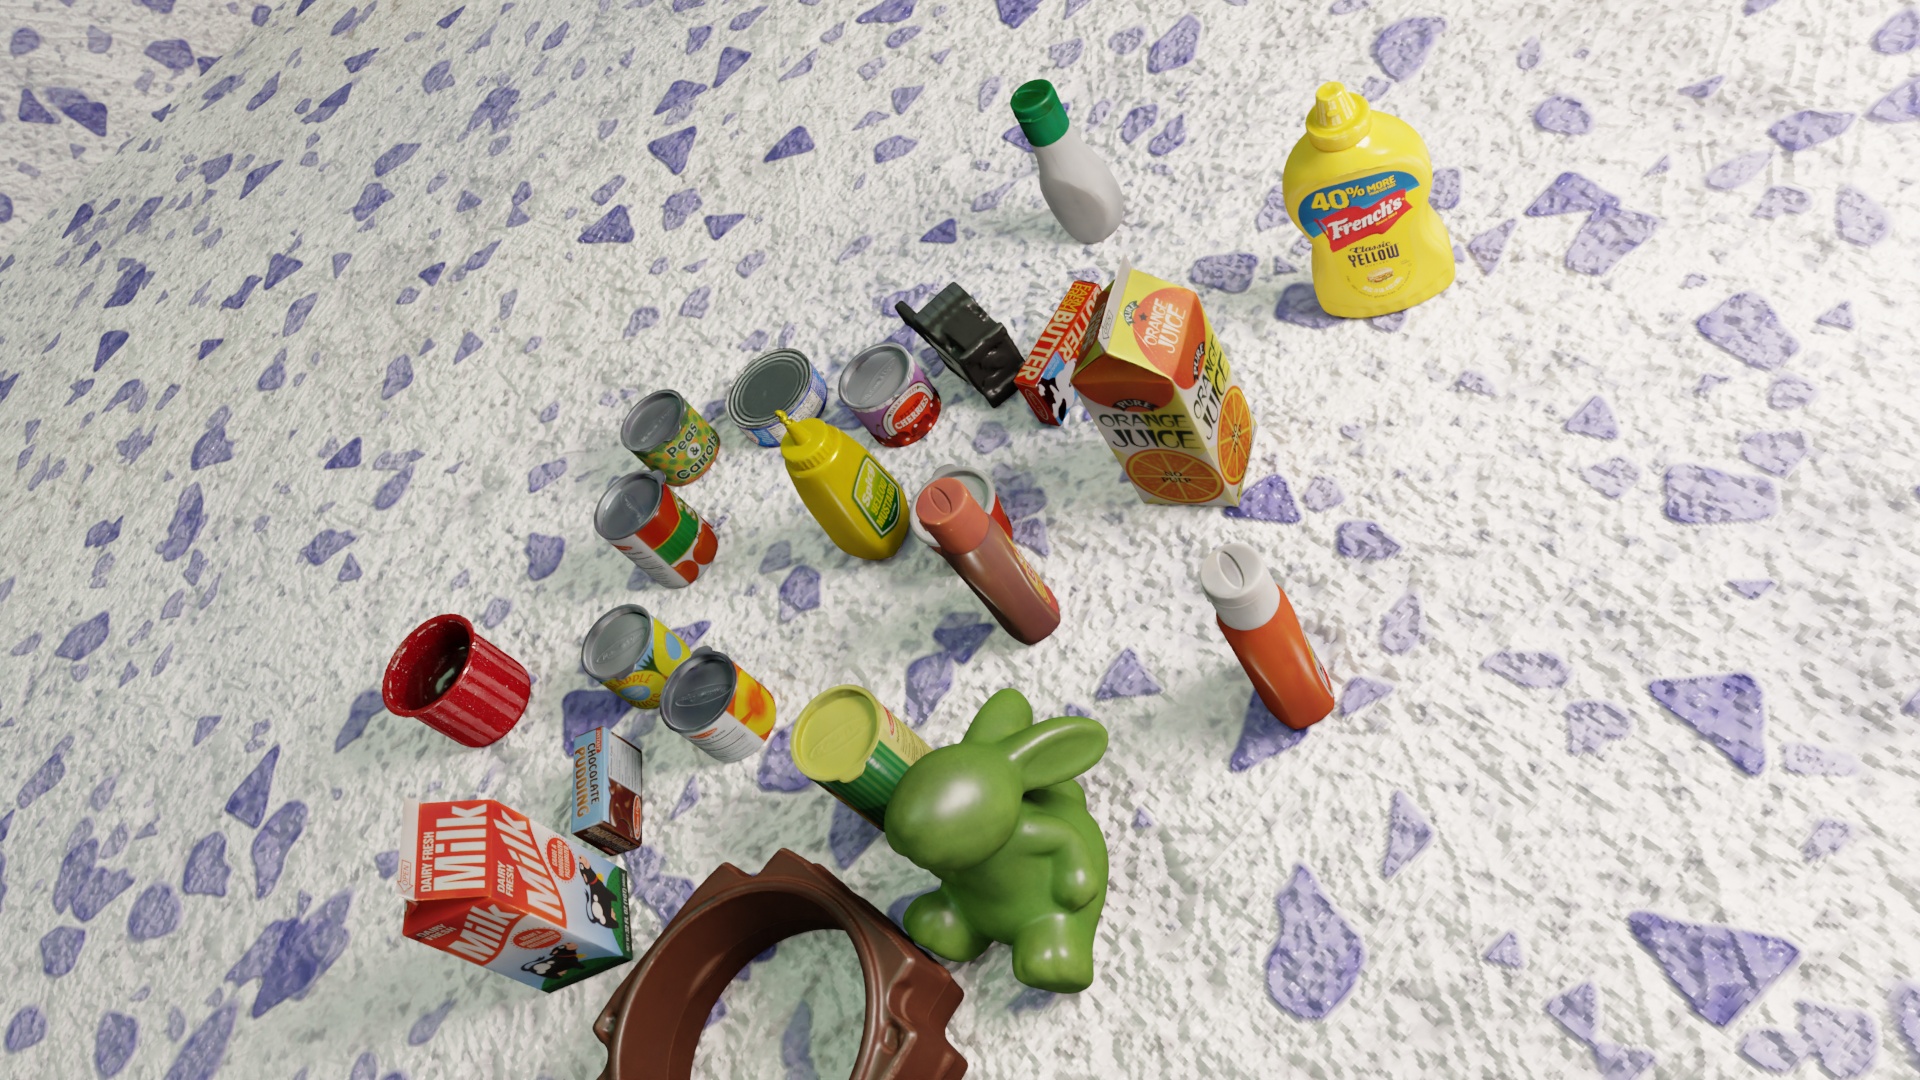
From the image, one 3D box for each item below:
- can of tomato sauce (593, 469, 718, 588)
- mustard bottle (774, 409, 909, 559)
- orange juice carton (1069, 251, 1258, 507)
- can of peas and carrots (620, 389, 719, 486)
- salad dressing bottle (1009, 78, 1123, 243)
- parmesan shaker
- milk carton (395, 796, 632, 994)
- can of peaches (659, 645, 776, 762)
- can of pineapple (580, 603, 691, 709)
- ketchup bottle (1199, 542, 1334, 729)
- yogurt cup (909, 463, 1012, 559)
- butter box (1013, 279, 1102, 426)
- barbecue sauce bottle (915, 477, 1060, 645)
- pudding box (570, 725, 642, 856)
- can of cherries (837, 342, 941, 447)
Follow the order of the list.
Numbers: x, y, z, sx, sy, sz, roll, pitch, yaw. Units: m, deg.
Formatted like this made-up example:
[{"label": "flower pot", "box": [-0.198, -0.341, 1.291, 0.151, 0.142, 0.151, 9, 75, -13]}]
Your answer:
[{"label": "can of tomato sauce", "box": [-0.248, -0.010, 1.142, 0.071, 0.083, 0.071, -15, 53, 20]}, {"label": "mustard bottle", "box": [-0.092, -0.046, 1.029, 0.049, 0.159, 0.065, -2, 58, 28]}, {"label": "orange juice carton", "box": [0.132, -0.102, 0.922, 0.073, 0.192, 0.072, 3, 61, 31]}, {"label": "can of peas and carrots", "box": [-0.252, -0.089, 1.215, 0.071, 0.058, 0.071, -15, 53, 20]}, {"label": "salad dressing bottle", "box": [0.085, -0.304, 1.118, 0.064, 0.147, 0.044, 14, 67, 36]}, {"label": "parmesan shaker", "box": [-0.057, 0.148, 0.913, 0.071, 0.102, 0.071, -15, 53, 20]}, {"label": "milk carton", "box": [-0.308, 0.236, 0.933, 0.073, 0.190, 0.073, -25, 50, 12]}, {"label": "can of peaches", "box": [-0.178, 0.122, 1.029, 0.071, 0.058, 0.071, -15, 53, 20]}, {"label": "can of pineapple", "box": [-0.254, 0.093, 1.091, 0.071, 0.057, 0.071, -15, 53, 20]}, {"label": "ketchup bottle", "box": [0.178, 0.054, 0.817, 0.043, 0.148, 0.065, -31, 49, 8]}, {"label": "yogurt cup", "box": [0.004, -0.013, 1.024, 0.072, 0.053, 0.073, -15, 53, 20]}, {"label": "butter box", "box": [0.083, -0.145, 1.072, 0.024, 0.053, 0.104, 17, 68, 37]}, {"label": "barbecue sauce bottle", "box": [0.018, 0.013, 0.935, 0.043, 0.148, 0.065, -37, 48, 2]}, {"label": "pudding box", "box": [-0.264, 0.187, 1.037, 0.030, 0.049, 0.084, -23, 50, 14]}, {"label": "can of cherries", "box": [-0.055, -0.116, 1.125, 0.071, 0.058, 0.072, -15, 53, 20]}]
